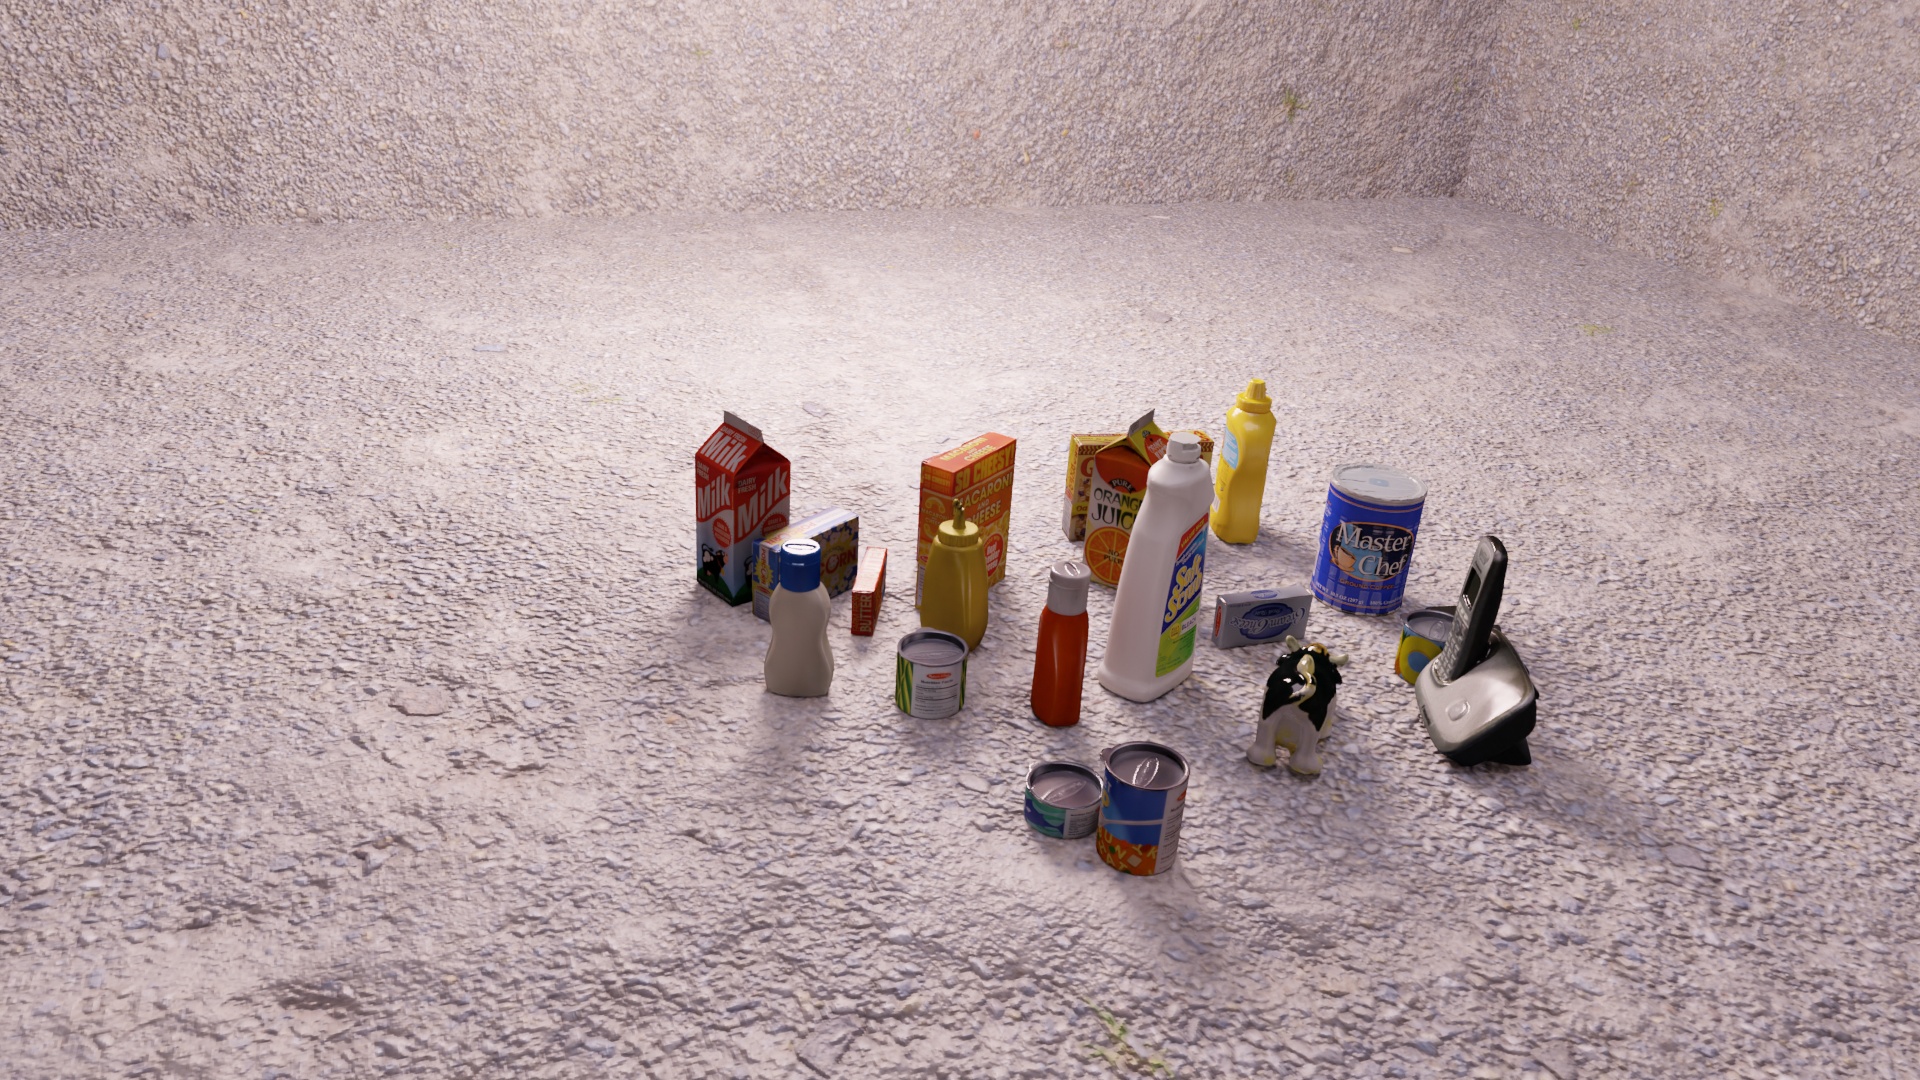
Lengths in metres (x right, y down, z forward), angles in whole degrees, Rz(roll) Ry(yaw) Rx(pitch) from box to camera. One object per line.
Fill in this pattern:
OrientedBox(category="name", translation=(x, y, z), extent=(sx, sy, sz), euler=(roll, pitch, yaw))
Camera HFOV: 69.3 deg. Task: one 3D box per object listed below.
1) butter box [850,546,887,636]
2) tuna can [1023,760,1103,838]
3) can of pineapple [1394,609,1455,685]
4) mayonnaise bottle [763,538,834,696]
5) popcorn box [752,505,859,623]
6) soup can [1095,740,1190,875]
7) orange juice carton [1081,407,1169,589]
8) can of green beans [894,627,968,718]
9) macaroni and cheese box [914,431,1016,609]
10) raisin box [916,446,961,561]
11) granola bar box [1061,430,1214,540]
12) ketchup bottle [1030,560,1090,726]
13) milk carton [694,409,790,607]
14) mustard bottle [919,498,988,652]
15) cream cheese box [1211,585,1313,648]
OrientedBox(category="butter box", translation=(-0.093, 0.051, 1.428), extent=(0.024, 0.053, 0.104), euler=(5, 26, 3))
OrientedBox(category="tuna can", translation=(0.083, 0.212, 1.143), extent=(0.071, 0.032, 0.071), euler=(3, 26, -2))
OrientedBox(category="can of pineapple", translation=(0.471, 0.108, 1.389), extent=(0.071, 0.057, 0.071), euler=(3, 25, -2))
OrientedBox(category="mayonnaise bottle", translation=(-0.147, 0.071, 1.269), extent=(0.065, 0.147, 0.041), euler=(4, 25, 0))
OrientedBox(category="popcorn box", translation=(-0.159, 0.024, 1.437), extent=(0.038, 0.084, 0.127), euler=(21, 30, 32))
OrientedBox(category="soup can", translation=(0.141, 0.210, 1.097), extent=(0.071, 0.083, 0.071), euler=(3, 25, -2))
OrientedBox(category="orange juice carton", translation=(0.187, -0.046, 1.513), extent=(0.073, 0.191, 0.072), euler=(17, 28, 26))
OrientedBox(category="can of green beans", translation=(-0.027, 0.123, 1.282), extent=(0.071, 0.057, 0.071), euler=(3, 25, -2))
OrientedBox(category="macaroni and cheese box", translation=(0.005, -0.018, 1.457), extent=(0.040, 0.165, 0.124), euler=(19, 29, 28))
OrientedBox(category="raisin box", translation=(-0.005, -0.039, 1.548), extent=(0.040, 0.122, 0.086), euler=(24, 32, 36))
OrientedBox(category="granola bar box", translation=(0.207, -0.065, 1.634), extent=(0.166, 0.123, 0.039), euler=(-2, 26, -13))
OrientedBox(category="ketchup bottle", translation=(0.092, 0.092, 1.261), extent=(0.043, 0.148, 0.065), euler=(-2, 26, -14))
OrientedBox(category="milk carton", translation=(-0.225, -0.036, 1.432), extent=(0.074, 0.189, 0.072), euler=(-18, 33, -39))
OrientedBox(category="mustard bottle", translation=(-0.003, 0.032, 1.358), extent=(0.065, 0.159, 0.049), euler=(18, 29, 28))
OrientedBox(category="cream cheese box", translation=(0.310, 0.079, 1.432), extent=(0.104, 0.053, 0.024), euler=(-6, 27, -20))
